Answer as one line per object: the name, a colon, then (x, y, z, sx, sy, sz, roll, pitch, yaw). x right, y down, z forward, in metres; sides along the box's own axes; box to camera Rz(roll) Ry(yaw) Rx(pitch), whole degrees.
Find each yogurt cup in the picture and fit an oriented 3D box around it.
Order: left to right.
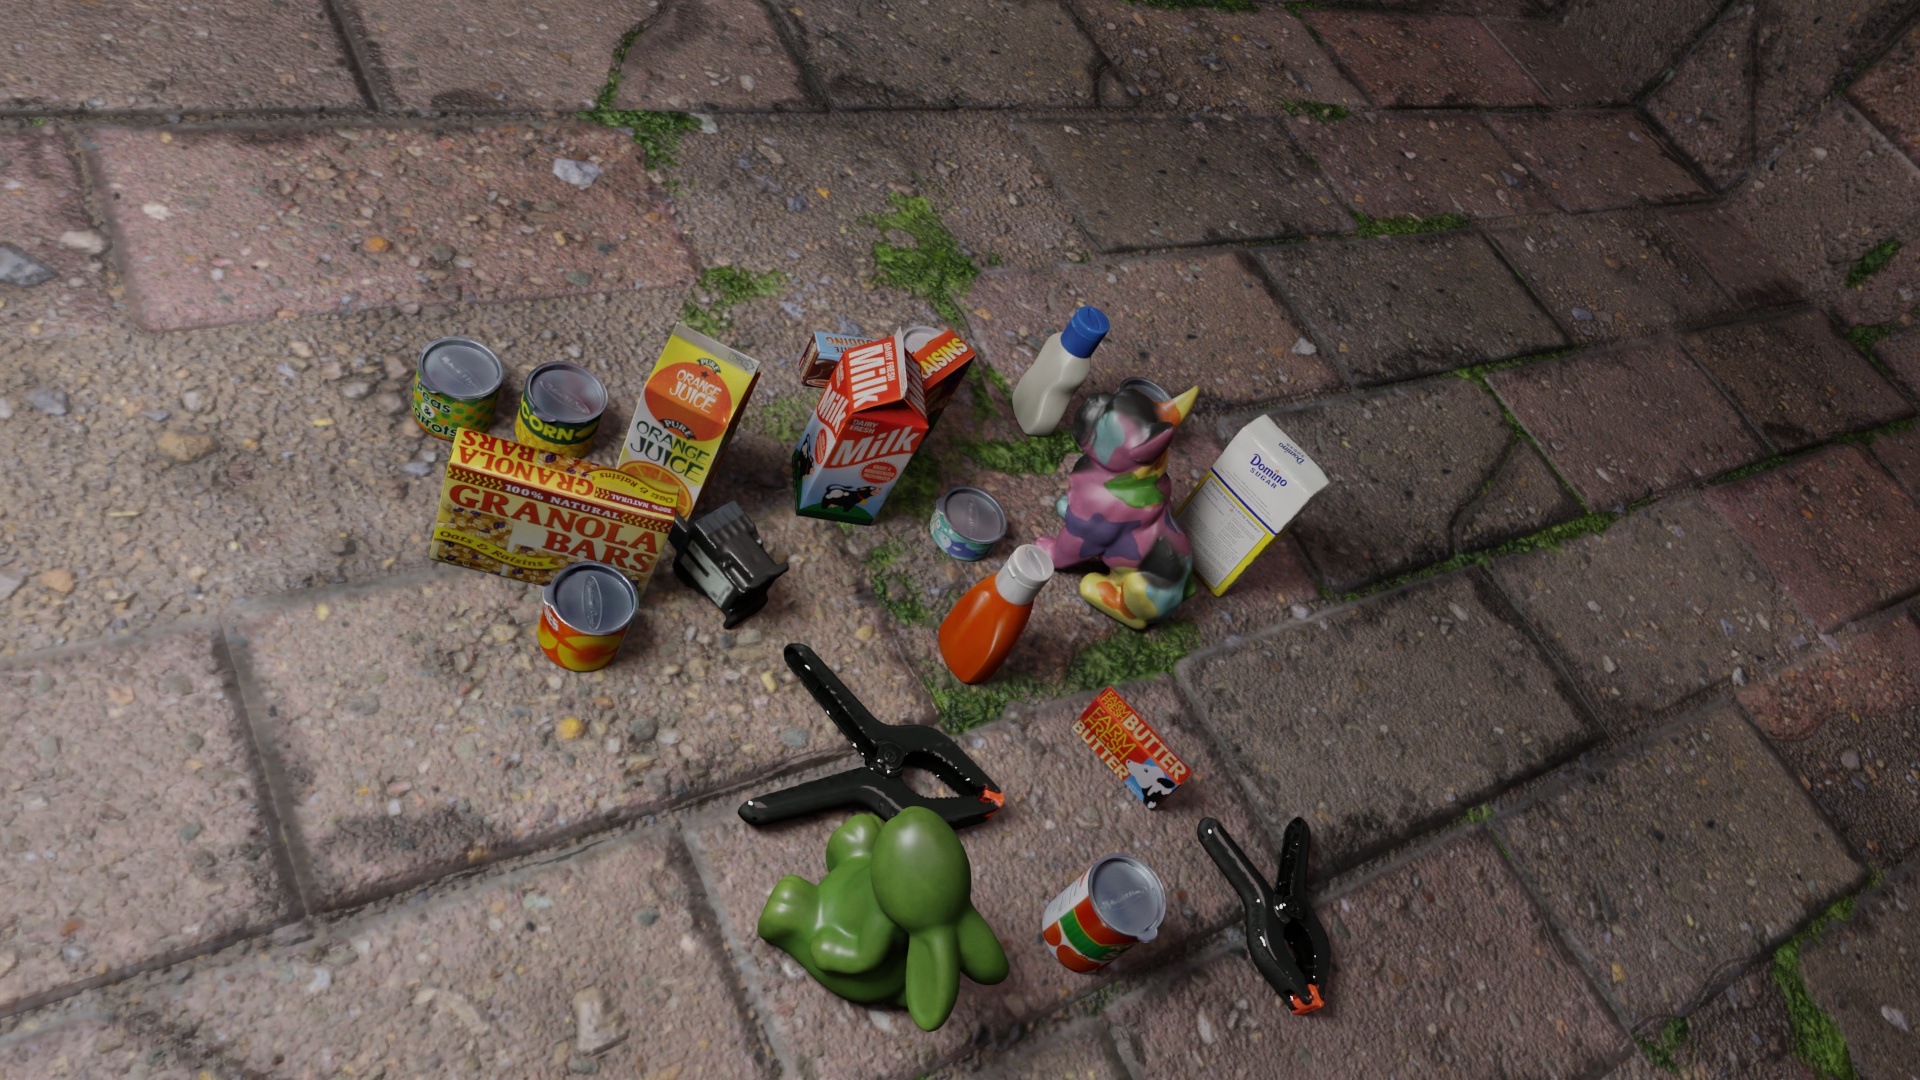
yogurt cup: (-0.038, -0.171, 1.375, 0.072, 0.053, 0.073, 15, 50, -18)

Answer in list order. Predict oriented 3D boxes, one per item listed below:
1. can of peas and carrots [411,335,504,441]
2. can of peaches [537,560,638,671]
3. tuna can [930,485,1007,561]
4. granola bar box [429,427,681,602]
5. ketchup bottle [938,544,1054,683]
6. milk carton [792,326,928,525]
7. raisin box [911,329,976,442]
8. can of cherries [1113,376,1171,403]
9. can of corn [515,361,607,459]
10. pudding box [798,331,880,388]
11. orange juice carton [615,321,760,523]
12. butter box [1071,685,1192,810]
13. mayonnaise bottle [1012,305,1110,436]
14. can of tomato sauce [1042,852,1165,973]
can of peas and carrots: (-0.413, -0.122, 1.135, 0.071, 0.058, 0.071, 15, 50, -18)
can of peaches: (-0.288, 0.058, 1.061, 0.071, 0.057, 0.071, 15, 50, -18)
tuna can: (0.005, -0.016, 1.291, 0.071, 0.032, 0.071, 14, 50, -18)
granola bar box: (-0.310, -0.013, 1.059, 0.166, 0.123, 0.039, 15, 50, -17)
ketchup bottle: (0.030, 0.059, 1.166, 0.044, 0.148, 0.065, -9, 60, -33)
milk carton: (-0.082, -0.098, 1.201, 0.073, 0.189, 0.072, 8, 52, -23)
raisin box: (-0.044, -0.129, 1.292, 0.040, 0.122, 0.086, 42, 47, 8)
can of cherries: (0.183, -0.126, 1.454, 0.071, 0.058, 0.072, 15, 50, -18)
can of corn: (-0.336, -0.105, 1.162, 0.071, 0.058, 0.071, 15, 50, -18)
pudding box: (-0.109, -0.171, 1.341, 0.084, 0.049, 0.030, 3, 54, -26)
orange juice carton: (-0.221, -0.097, 1.125, 0.072, 0.191, 0.073, 27, 47, -6)
butter box: (0.147, 0.180, 1.199, 0.103, 0.052, 0.024, 46, 48, 11)
mayonnaise bottle: (0.100, -0.170, 1.384, 0.041, 0.147, 0.065, 3, 54, -26)
can of tomato sauce: (0.111, 0.290, 1.073, 0.071, 0.082, 0.071, 15, 50, -18)
